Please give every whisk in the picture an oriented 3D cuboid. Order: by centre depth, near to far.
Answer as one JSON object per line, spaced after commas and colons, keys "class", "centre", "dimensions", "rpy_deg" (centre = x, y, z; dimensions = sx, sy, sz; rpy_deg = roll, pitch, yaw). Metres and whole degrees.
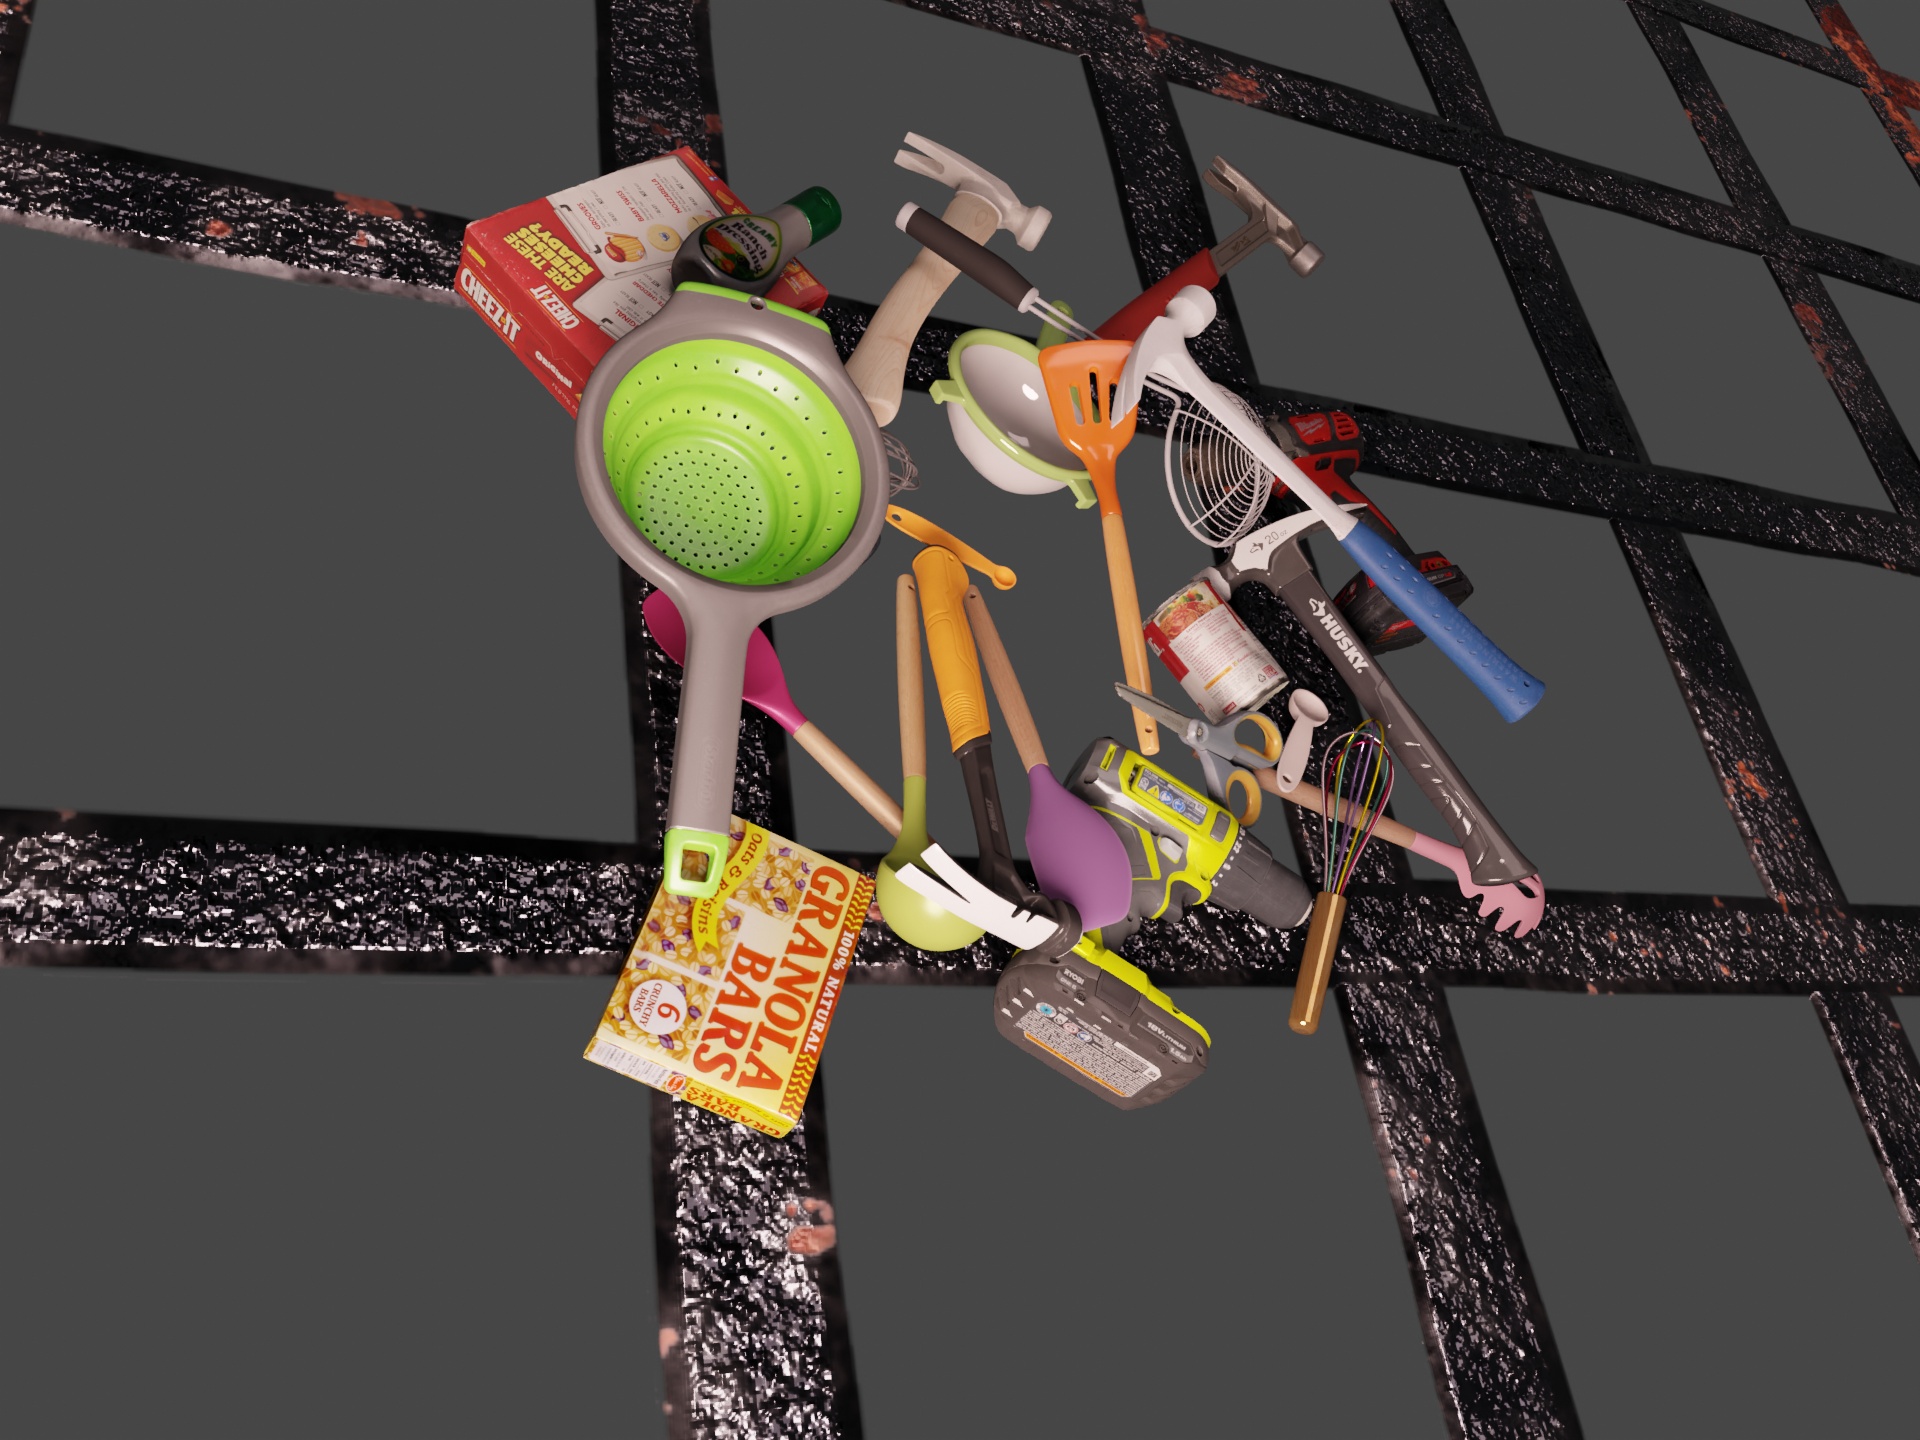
{"class": "whisk", "centre": [-0.124, -0.211, 1.126], "dimensions": [0.238, 0.055, 0.055], "rpy_deg": [20, 51, -37]}
{"class": "whisk", "centre": [0.271, 0.108, 1.145], "dimensions": [0.051, 0.047, 0.245], "rpy_deg": [40, 60, -41]}

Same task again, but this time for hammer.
{"class": "hammer", "centre": [-0.002, -0.003, 1.034], "dimensions": [0.127, 0.034, 0.337], "rpy_deg": [30, 32, -34]}
{"class": "hammer", "centre": [0.279, -0.146, 1.186], "dimensions": [0.405, 0.035, 0.144], "rpy_deg": [43, 56, -5]}
{"class": "hammer", "centre": [0.330, -0.016, 1.221], "dimensions": [0.146, 0.035, 0.335], "rpy_deg": [-33, 76, -1]}
{"class": "hammer", "centre": [-0.038, -0.352, 1.265], "dimensions": [0.146, 0.038, 0.411], "rpy_deg": [29, 42, -6]}
{"class": "hammer", "centre": [0.207, -0.413, 1.472], "dimensions": [0.149, 0.036, 0.359], "rpy_deg": [44, 50, 4]}

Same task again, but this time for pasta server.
{"class": "pasta server", "centre": [0.317, 0.085, 1.219], "dimensions": [0.316, 0.040, 0.060], "rpy_deg": [23, 52, -8]}

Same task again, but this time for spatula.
{"class": "spatula", "centre": [0.048, 0.014, 1.075], "dimensions": [0.060, 0.018, 0.316], "rpy_deg": [-17, 48, -4]}
{"class": "spatula", "centre": [0.114, -0.129, 1.149], "dimensions": [0.081, 0.041, 0.323], "rpy_deg": [-5, 67, -5]}

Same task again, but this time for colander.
{"class": "colander", "centre": [-0.160, -0.078, 1.008], "dimensions": [0.204, 0.094, 0.397], "rpy_deg": [11, 69, -23]}

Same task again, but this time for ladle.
{"class": "ladle", "centre": [-0.024, 0.013, 1.048], "dimensions": [0.078, 0.062, 0.320], "rpy_deg": [25, 42, -30]}

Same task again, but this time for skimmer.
{"class": "skimmer", "centre": [0.094, -0.276, 1.251], "dimensions": [0.363, 0.090, 0.127], "rpy_deg": [35, 57, 4]}

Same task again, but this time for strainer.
{"class": "strainer", "centre": [0.049, -0.260, 1.279], "dimensions": [0.151, 0.069, 0.257], "rpy_deg": [34, 38, -14]}

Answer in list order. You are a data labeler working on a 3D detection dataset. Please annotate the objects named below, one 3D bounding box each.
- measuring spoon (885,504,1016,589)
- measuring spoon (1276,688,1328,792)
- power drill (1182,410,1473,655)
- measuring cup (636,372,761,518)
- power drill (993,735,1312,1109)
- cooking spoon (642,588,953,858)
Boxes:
{"class": "measuring spoon", "centre": [-0.011, -0.130, 1.196], "dimensions": [0.117, 0.011, 0.021], "rpy_deg": [29, 50, -3]}
{"class": "measuring spoon", "centre": [0.257, 0.019, 1.223], "dimensions": [0.034, 0.018, 0.124], "rpy_deg": [34, 42, -3]}
{"class": "power drill", "centre": [0.303, -0.164, 1.338], "dimensions": [0.188, 0.080, 0.227], "rpy_deg": [-14, 65, -33]}
{"class": "measuring cup", "centre": [-0.178, -0.204, 1.137], "dimensions": [0.083, 0.038, 0.168], "rpy_deg": [35, 49, -3]}
{"class": "power drill", "centre": [0.132, 0.137, 1.056], "dimensions": [0.190, 0.080, 0.229], "rpy_deg": [33, 48, -4]}
{"class": "cooking spoon", "centre": [-0.088, 0.023, 1.050], "dimensions": [0.319, 0.017, 0.069], "rpy_deg": [43, 48, 4]}
